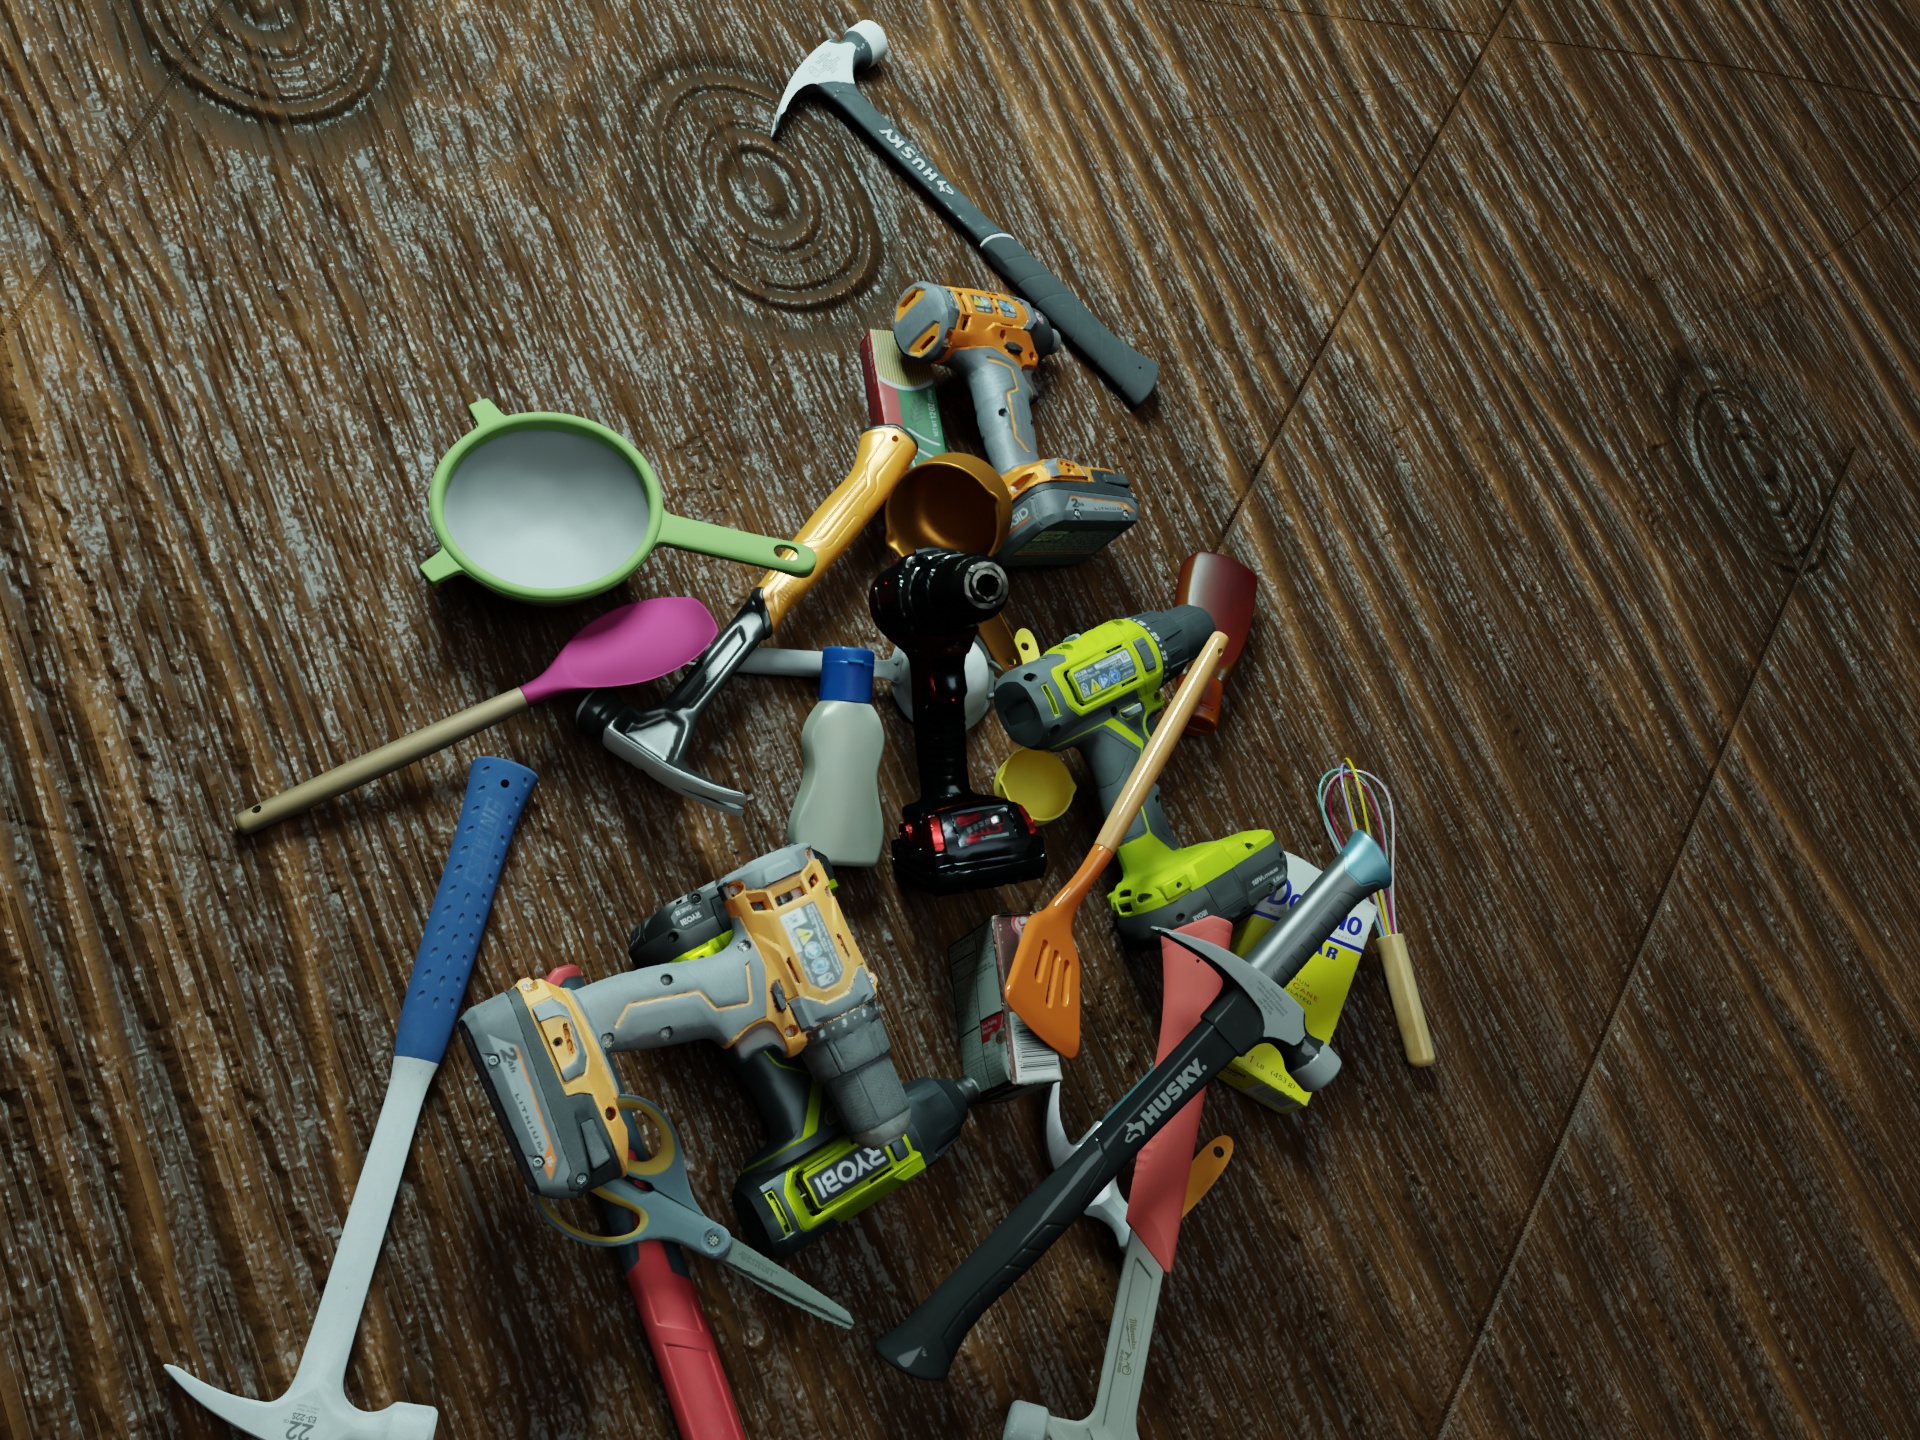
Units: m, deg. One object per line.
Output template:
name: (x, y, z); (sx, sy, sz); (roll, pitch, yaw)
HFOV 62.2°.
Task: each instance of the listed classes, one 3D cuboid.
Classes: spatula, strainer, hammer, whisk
spatula: (0.114, 0.069, 1.069); (0.081, 0.041, 0.323); (46, 64, -33)
strainer: (-0.073, -0.037, 1.147); (0.258, 0.050, 0.087); (3, 82, -18)
hammer: (-0.166, 0.326, 0.950); (0.143, 0.038, 0.386); (-15, 75, -29)
hammer: (0.138, 0.306, 1.032); (0.149, 0.036, 0.359); (14, 75, 0)
hammer: (-0.119, -0.088, 1.120); (0.127, 0.034, 0.337); (32, 61, 4)
hammer: (-0.328, 0.209, 0.932); (0.144, 0.035, 0.406); (17, 63, -16)
whisk: (0.327, 0.146, 1.236); (0.051, 0.047, 0.245); (-4, 73, -26)
hammer: (0.185, 0.205, 1.100); (0.128, 0.033, 0.331); (43, 76, 9)
hammer: (0.014, -0.417, 1.349); (0.409, 0.036, 0.149); (44, 60, -1)
hammer: (0.077, 0.276, 0.990); (0.335, 0.035, 0.146); (-43, 96, -10)
strainer: (-0.229, -0.121, 1.087); (0.256, 0.069, 0.152); (11, 60, -10)

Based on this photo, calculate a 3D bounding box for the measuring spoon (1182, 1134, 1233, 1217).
measuring spoon: (0.154, 0.330, 1.103); (0.021, 0.011, 0.117); (43, 55, 10)

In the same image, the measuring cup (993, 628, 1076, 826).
measuring cup: (0.049, 0.006, 1.187); (0.062, 0.029, 0.157); (6, 64, -21)

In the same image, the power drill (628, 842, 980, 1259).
power drill: (-0.098, 0.201, 1.014); (0.171, 0.080, 0.223); (-25, 84, -29)

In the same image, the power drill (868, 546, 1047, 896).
power drill: (-0.002, -0.003, 1.050); (0.080, 0.188, 0.226); (-8, 93, -18)

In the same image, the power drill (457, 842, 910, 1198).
power drill: (-0.148, 0.195, 0.913); (0.226, 0.084, 0.185); (-23, 85, -25)

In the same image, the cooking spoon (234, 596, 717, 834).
cooking spoon: (-0.303, -0.004, 1.014); (0.319, 0.017, 0.069); (-27, 58, -20)

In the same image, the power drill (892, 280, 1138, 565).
power drill: (0.052, -0.237, 1.251); (0.164, 0.084, 0.227); (-7, 69, -46)

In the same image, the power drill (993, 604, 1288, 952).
power drill: (0.146, 0.034, 1.160); (0.190, 0.080, 0.228); (-25, 91, -32)

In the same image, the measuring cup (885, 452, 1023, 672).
measuring cup: (0.012, -0.115, 1.170); (0.173, 0.095, 0.052); (64, 27, -15)
